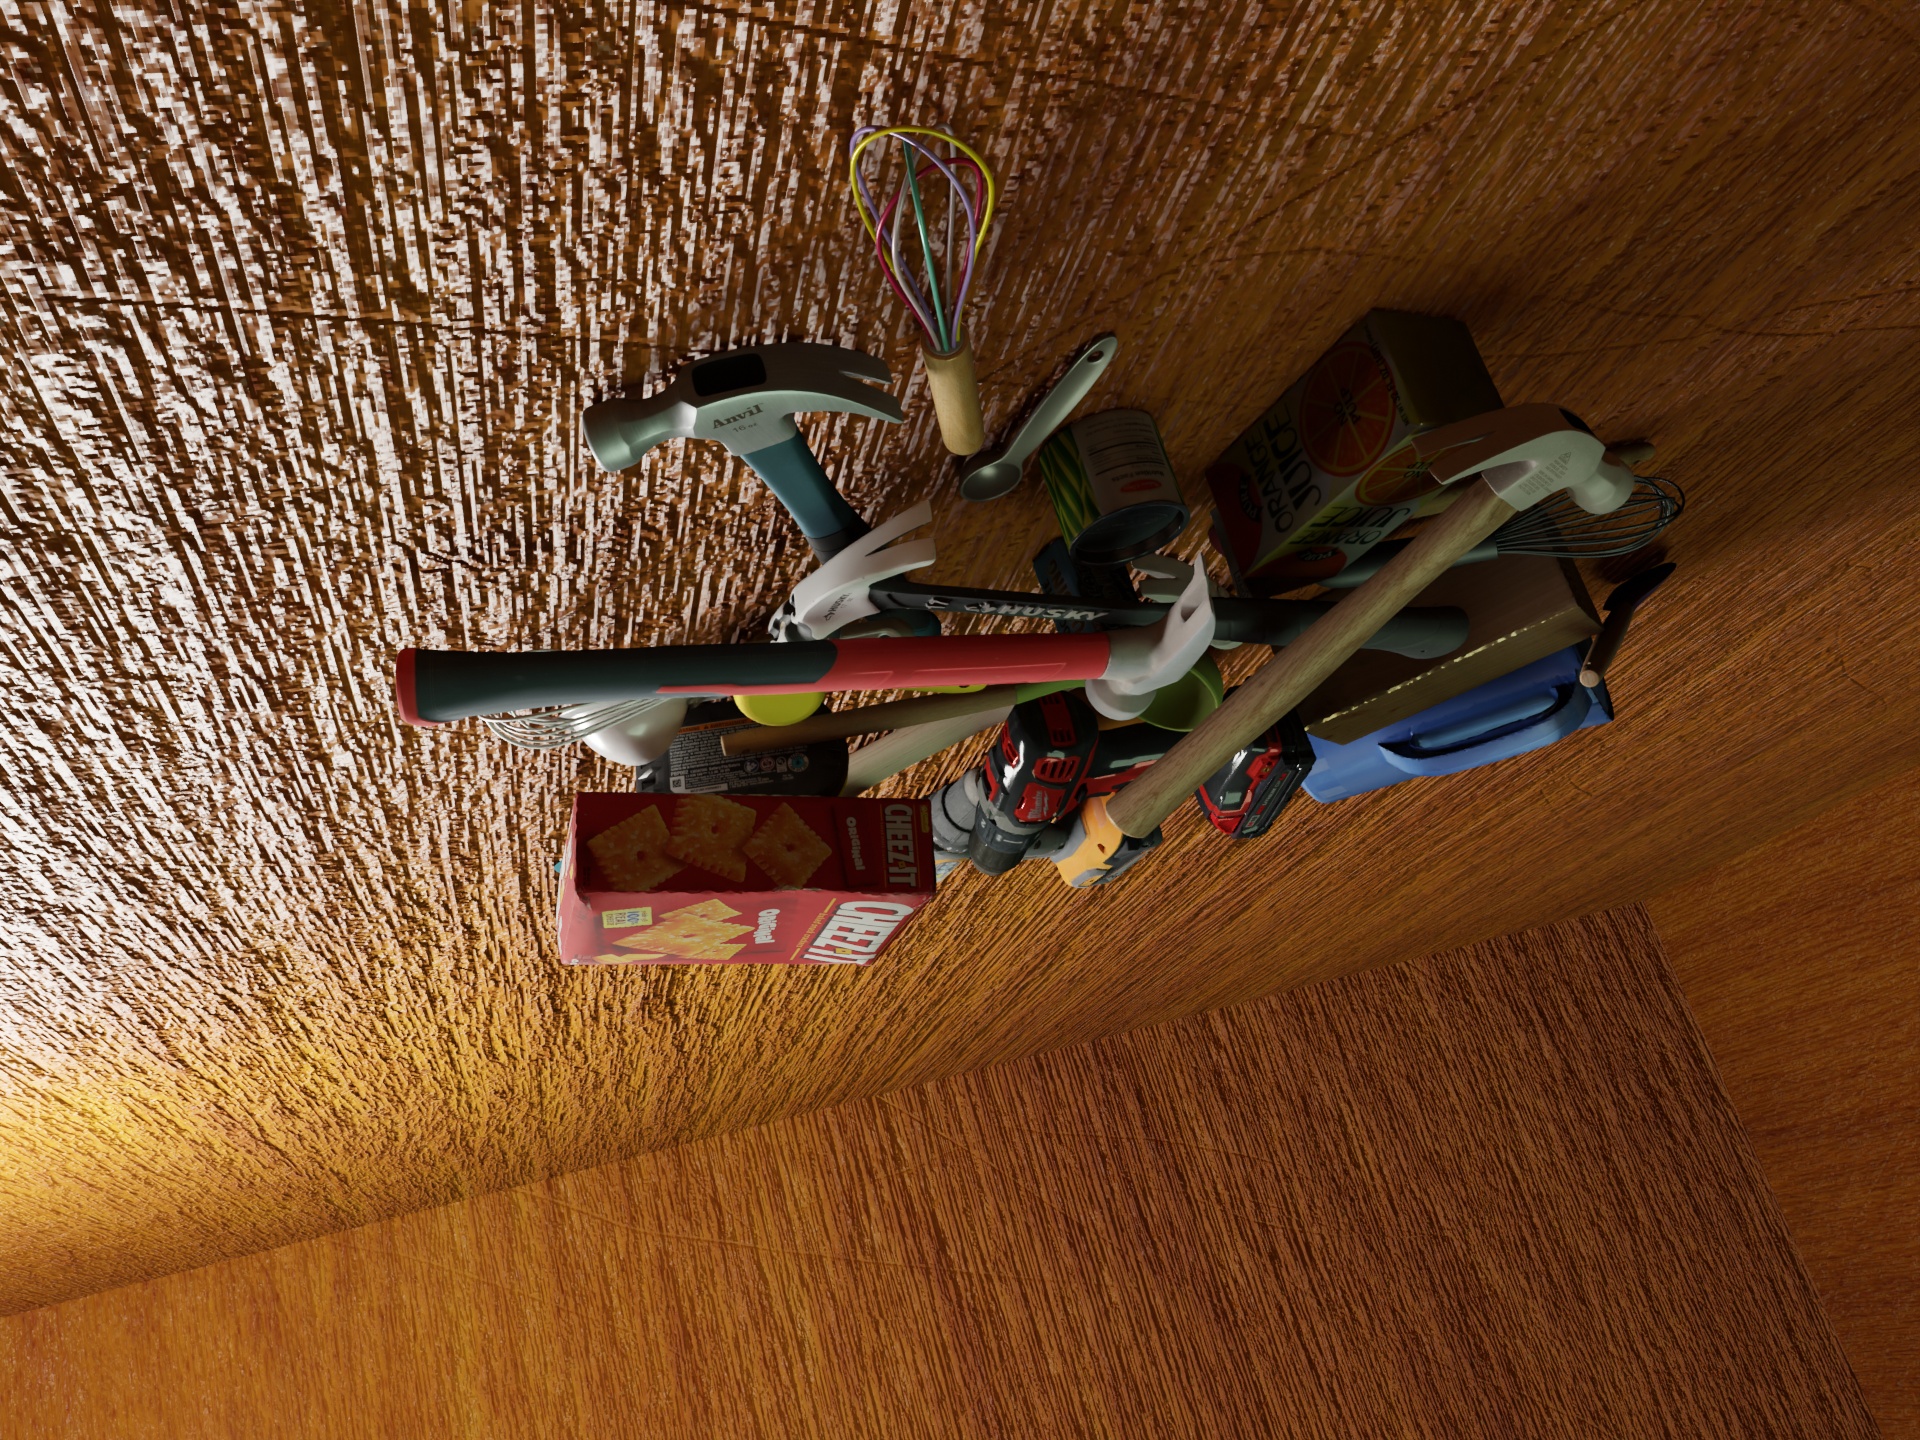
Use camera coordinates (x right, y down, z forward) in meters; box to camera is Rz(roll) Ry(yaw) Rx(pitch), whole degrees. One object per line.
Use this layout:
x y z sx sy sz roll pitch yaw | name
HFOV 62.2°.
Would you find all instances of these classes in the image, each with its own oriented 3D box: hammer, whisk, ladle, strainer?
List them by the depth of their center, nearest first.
-0.005 -0.169 0.666 0.047 0.051 0.244 -22 164 -1 | whisk
-0.071 -0.032 0.769 0.386 0.038 0.143 -3 161 -13 | hammer
-0.067 -0.098 0.820 0.128 0.033 0.330 -18 161 7 | hammer
0.200 -0.045 0.859 0.130 0.031 0.331 19 126 -44 | hammer
0.111 -0.061 0.868 0.408 0.036 0.149 2 162 -25 | hammer
-0.147 -0.026 0.885 0.246 0.057 0.059 -10 -161 -1 | whisk
-0.135 -0.017 0.975 0.258 0.050 0.087 -17 173 -8 | strainer
0.011 -0.002 0.999 0.320 0.062 0.078 -10 150 -12 | ladle
0.309 -0.142 1.021 0.315 0.031 0.069 -14 162 -13 | ladle
0.353 -0.121 1.056 0.239 0.055 0.055 -10 163 16 | whisk
-0.002 -0.004 1.123 0.410 0.038 0.146 -27 157 27 | hammer

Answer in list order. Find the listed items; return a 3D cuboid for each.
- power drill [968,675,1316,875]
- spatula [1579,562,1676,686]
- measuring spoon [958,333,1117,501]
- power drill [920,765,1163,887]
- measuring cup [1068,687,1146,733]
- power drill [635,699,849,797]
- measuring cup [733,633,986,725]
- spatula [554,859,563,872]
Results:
0.118 0.046 1.143 0.226 0.080 0.187 -4 145 -19 | power drill
0.493 -0.076 1.186 0.060 0.018 0.316 -31 -179 34 | spatula
0.037 -0.153 0.792 0.034 0.018 0.124 0 148 -39 | measuring spoon
0.060 0.087 1.360 0.226 0.084 0.185 -1 154 -27 | power drill
0.116 0.010 1.229 0.095 0.052 0.173 -23 157 17 | measuring cup
-0.150 0.071 1.100 0.190 0.080 0.228 -8 154 -1 | power drill
-0.058 -0.019 0.942 0.156 0.029 0.062 3 134 -13 | measuring cup
-0.189 0.122 1.331 0.082 0.044 0.317 -30 161 31 | spatula
